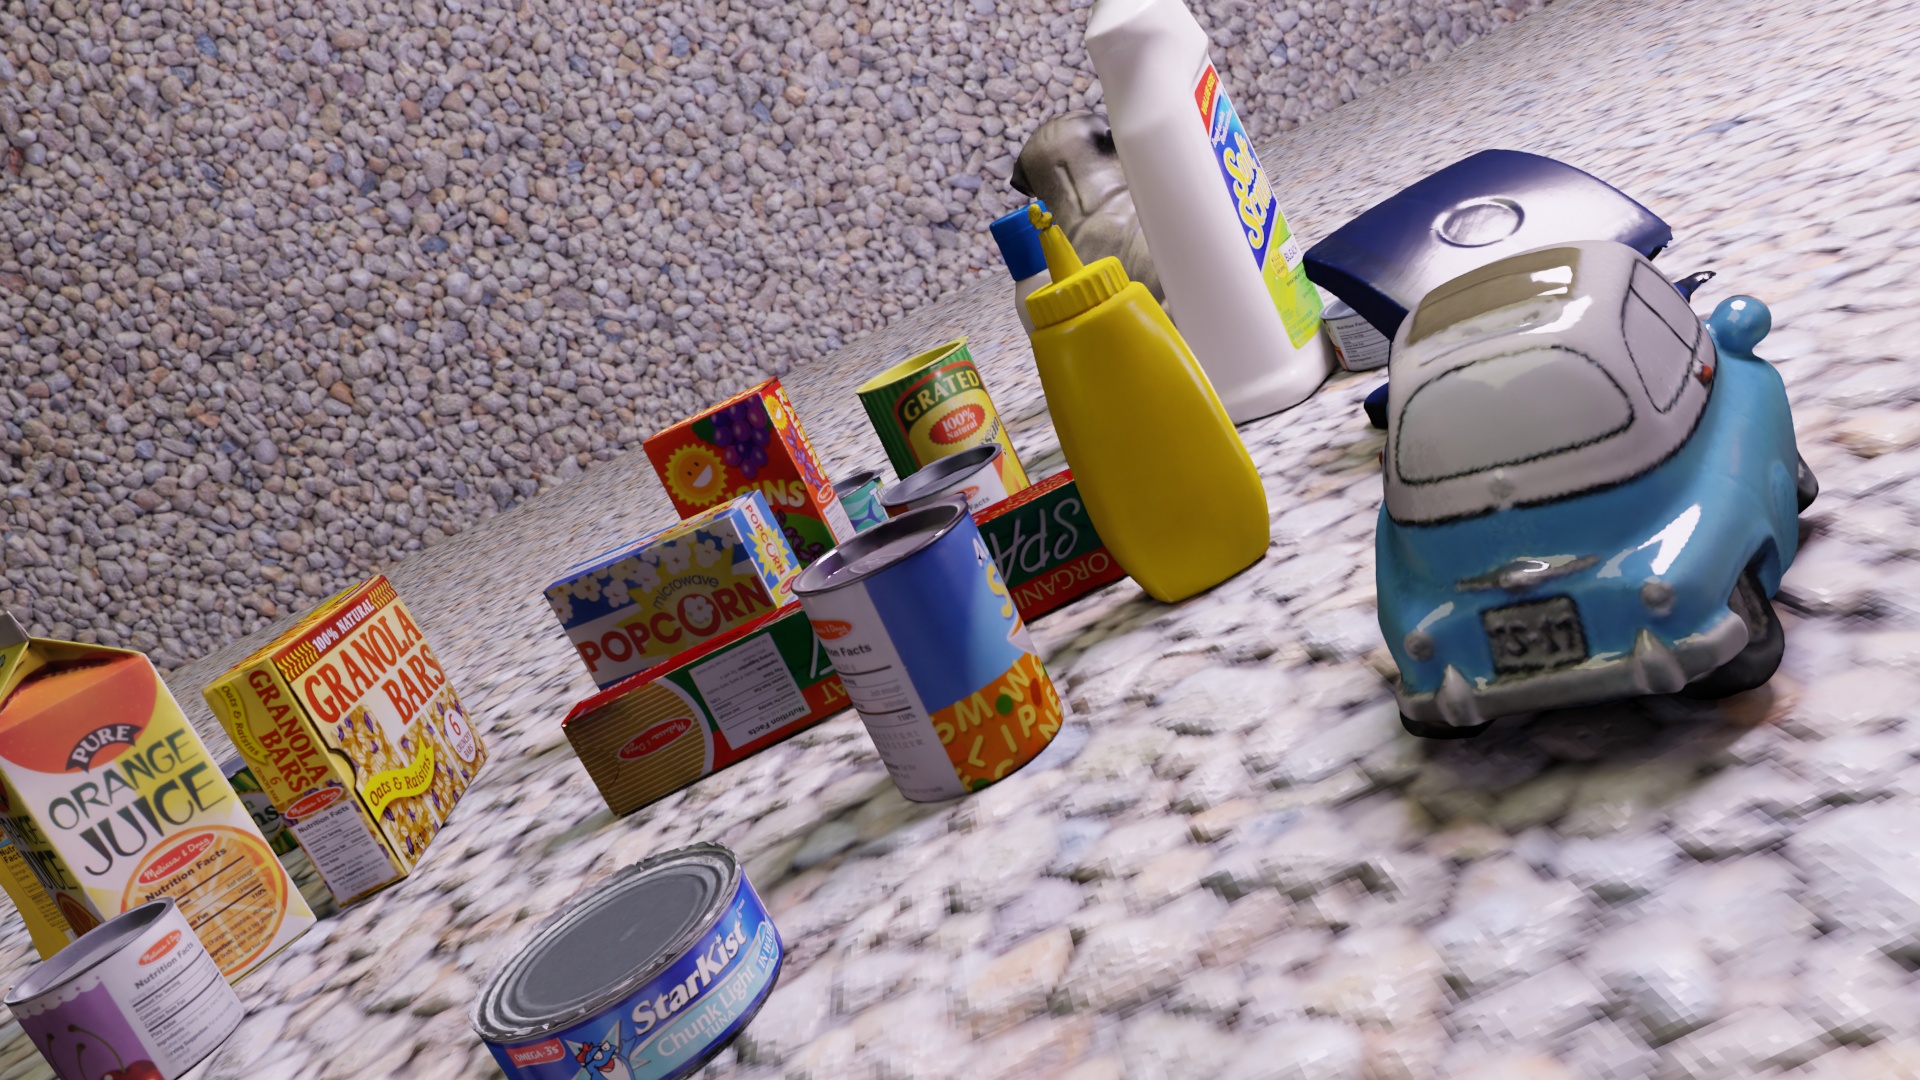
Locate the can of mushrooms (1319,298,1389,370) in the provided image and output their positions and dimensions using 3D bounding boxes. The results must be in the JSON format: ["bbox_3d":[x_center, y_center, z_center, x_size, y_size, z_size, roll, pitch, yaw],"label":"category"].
[{"bbox_3d":[0.229,-0.119,0.740,0.071,0.033,0.071,-25,13,6],"label":"can of mushrooms"}]

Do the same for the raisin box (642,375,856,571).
[{"bbox_3d":[-0.123,-0.025,0.839,0.086,0.123,0.040,-22,14,18],"label":"raisin box"}]

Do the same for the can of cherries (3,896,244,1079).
[{"bbox_3d":[-0.341,0.190,0.567,0.071,0.058,0.072,-25,13,6],"label":"can of cherries"}]

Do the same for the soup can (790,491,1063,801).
[{"bbox_3d":[-0.008,0.036,0.480,0.071,0.083,0.071,-25,13,6],"label":"soup can"}]

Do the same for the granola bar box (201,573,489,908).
[{"bbox_3d":[-0.310,0.096,0.724,0.039,0.124,0.166,-26,13,1],"label":"granola bar box"}]

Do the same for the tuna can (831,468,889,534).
[{"bbox_3d":[-0.076,-0.019,0.928,0.071,0.032,0.071,-25,13,6],"label":"tuna can"}]

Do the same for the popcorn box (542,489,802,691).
[{"bbox_3d":[-0.144,0.036,0.728,0.126,0.085,0.038,-21,14,22],"label":"popcorn box"}]

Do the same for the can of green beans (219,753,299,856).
[{"bbox_3d":[-0.414,0.153,0.844,0.071,0.057,0.071,-25,13,6],"label":"can of green beans"}]

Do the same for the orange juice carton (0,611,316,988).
[{"bbox_3d":[-0.386,0.118,0.632,0.071,0.192,0.073,-13,18,44],"label":"orange juice carton"}]

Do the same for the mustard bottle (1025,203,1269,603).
[{"bbox_3d":[0.064,-0.057,0.534,0.065,0.160,0.049,-27,13,-6],"label":"mustard bottle"}]

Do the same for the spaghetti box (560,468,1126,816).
[{"bbox_3d":[-0.048,0.043,0.601,0.250,0.050,0.029,-26,13,2],"label":"spaghetti box"}]

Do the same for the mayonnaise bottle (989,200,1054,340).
[{"bbox_3d":[0.064,-0.132,0.847,0.041,0.147,0.065,-17,16,34],"label":"mayonnaise bottle"}]

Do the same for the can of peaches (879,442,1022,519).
[{"bbox_3d":[0.002,-0.009,0.687,0.071,0.058,0.071,-25,13,6],"label":"can of peaches"}]

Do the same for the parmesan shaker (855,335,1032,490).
[{"bbox_3d":[-0.003,-0.051,0.761,0.071,0.103,0.071,-25,13,6],"label":"parmesan shaker"}]
